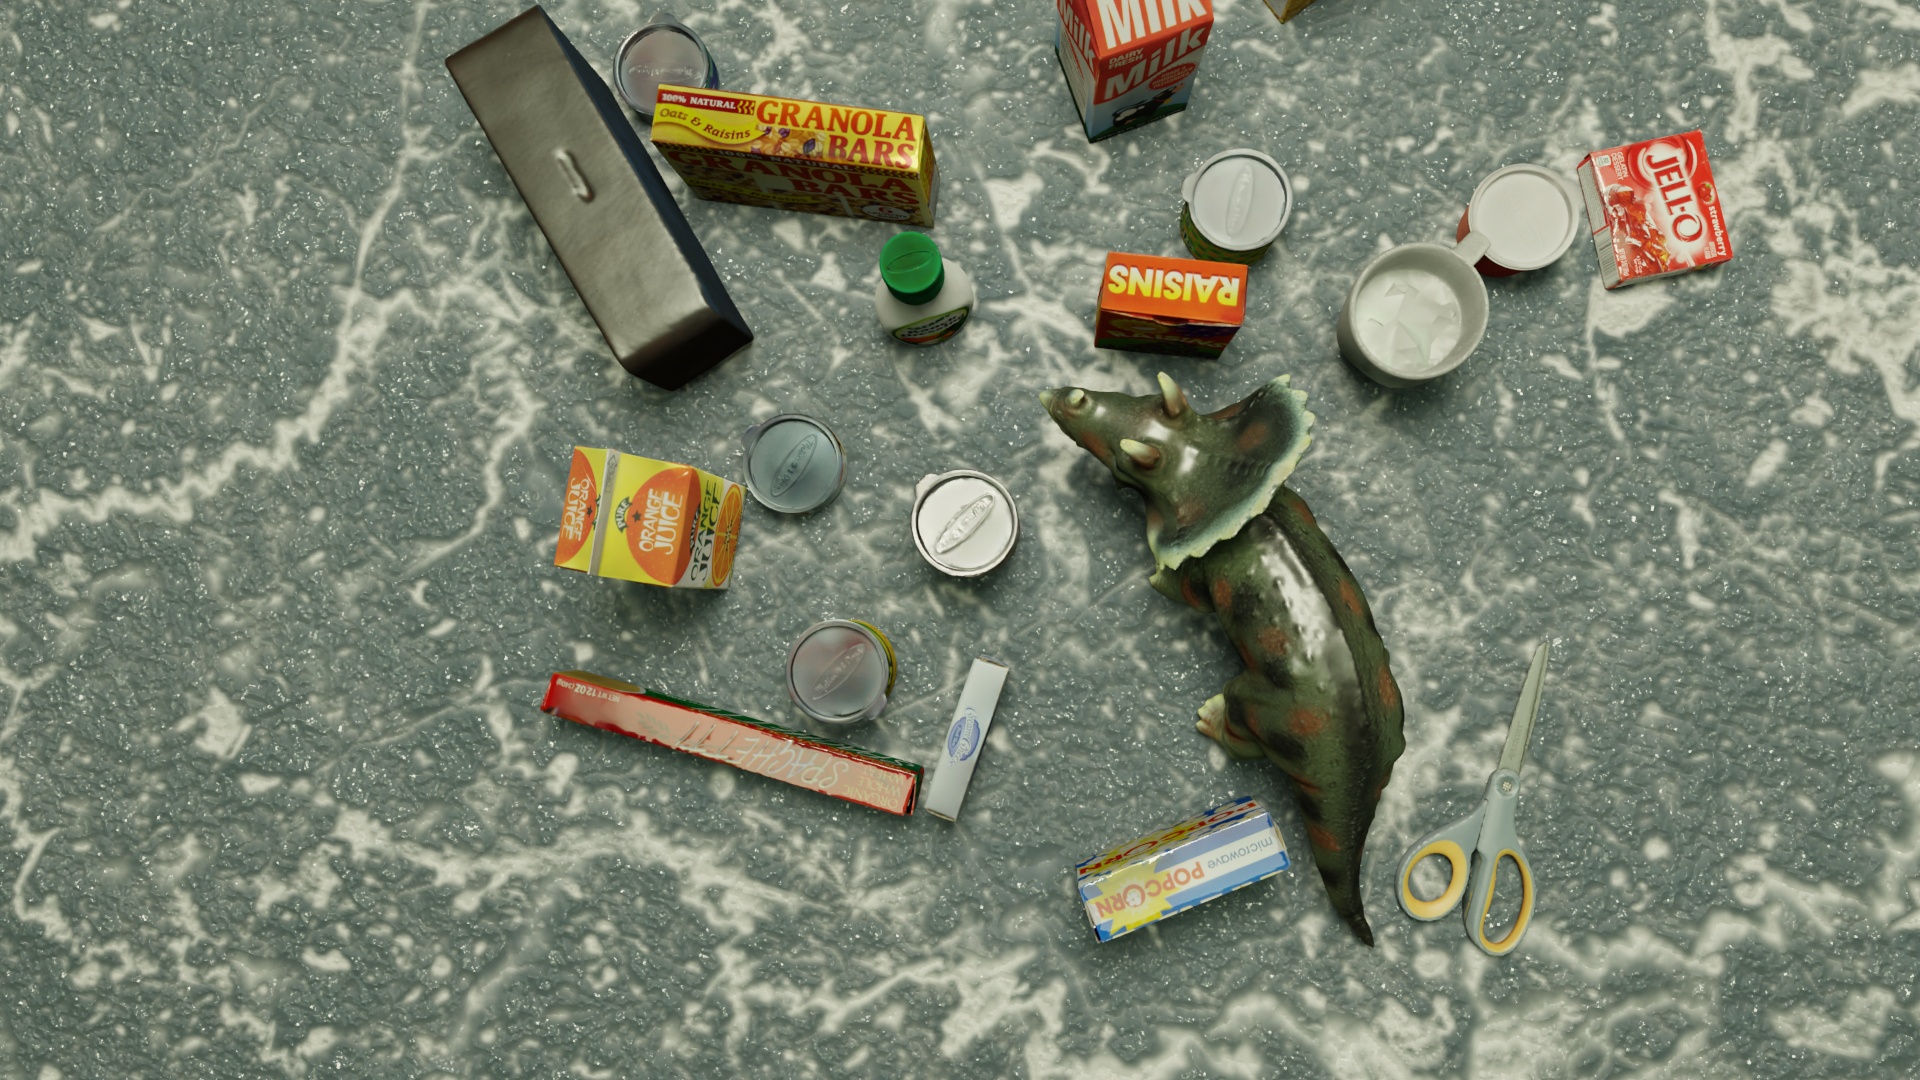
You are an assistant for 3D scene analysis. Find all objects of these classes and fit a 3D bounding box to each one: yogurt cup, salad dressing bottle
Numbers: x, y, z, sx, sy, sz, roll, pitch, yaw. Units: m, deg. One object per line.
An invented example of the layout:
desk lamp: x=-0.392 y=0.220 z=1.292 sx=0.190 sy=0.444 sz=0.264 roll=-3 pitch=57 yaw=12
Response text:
yogurt cup: x=0.356 y=-0.203 z=0.898 sx=0.072 sy=0.054 sz=0.072 roll=0 pitch=87 yaw=3
salad dressing bottle: x=-0.026 y=-0.157 z=0.869 sx=0.064 sy=0.147 sz=0.044 roll=-17 pitch=87 yaw=2

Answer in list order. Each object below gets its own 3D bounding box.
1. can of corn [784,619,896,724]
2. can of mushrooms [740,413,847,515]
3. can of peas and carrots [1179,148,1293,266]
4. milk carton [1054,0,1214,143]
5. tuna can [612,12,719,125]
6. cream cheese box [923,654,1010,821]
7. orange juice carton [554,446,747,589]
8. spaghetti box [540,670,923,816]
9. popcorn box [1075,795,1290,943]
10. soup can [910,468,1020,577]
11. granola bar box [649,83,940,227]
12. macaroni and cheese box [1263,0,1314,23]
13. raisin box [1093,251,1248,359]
can of corn: x=-0.074 y=0.086 z=0.903 sx=0.071 sy=0.058 sz=0.071 roll=0 pitch=87 yaw=3
can of mushrooms: x=-0.111 y=-0.052 z=0.925 sx=0.071 sy=0.033 sz=0.071 roll=0 pitch=87 yaw=3
can of peas and carrots: x=0.176 y=-0.215 z=0.906 sx=0.071 sy=0.058 sz=0.071 roll=0 pitch=87 yaw=3
milk carton: x=0.104 y=-0.317 z=0.850 sx=0.072 sy=0.190 sz=0.073 roll=-20 pitch=86 yaw=2
tuna can: x=-0.200 y=-0.319 z=0.946 sx=0.071 sy=0.033 sz=0.071 roll=0 pitch=87 yaw=3
cream cheese box: x=0.005 y=0.126 z=0.899 sx=0.024 sy=0.053 sz=0.104 roll=19 pitch=88 yaw=4
orange juice carton: x=-0.190 y=-0.011 z=0.848 sx=0.073 sy=0.192 sz=0.072 roll=10 pitch=88 yaw=4
spaghetti box: x=-0.146 y=0.131 z=0.909 sx=0.250 sy=0.050 sz=0.028 roll=15 pitch=88 yaw=4
popcorn box: x=0.137 y=0.204 z=0.871 sx=0.127 sy=0.085 sz=0.038 roll=-22 pitch=86 yaw=2
soup can: x=0.003 y=-0.011 z=0.891 sx=0.071 sy=0.084 sz=0.071 roll=0 pitch=87 yaw=3
granola bar box: x=-0.100 y=-0.245 z=0.890 sx=0.166 sy=0.124 sz=0.039 roll=8 pitch=88 yaw=4
macaroni and cheese box: x=0.252 y=-0.403 z=0.858 sx=0.124 sy=0.166 sz=0.040 roll=-36 pitch=86 yaw=1
raisin box: x=0.129 y=-0.145 z=0.872 sx=0.086 sy=0.123 sz=0.040 roll=7 pitch=88 yaw=4
